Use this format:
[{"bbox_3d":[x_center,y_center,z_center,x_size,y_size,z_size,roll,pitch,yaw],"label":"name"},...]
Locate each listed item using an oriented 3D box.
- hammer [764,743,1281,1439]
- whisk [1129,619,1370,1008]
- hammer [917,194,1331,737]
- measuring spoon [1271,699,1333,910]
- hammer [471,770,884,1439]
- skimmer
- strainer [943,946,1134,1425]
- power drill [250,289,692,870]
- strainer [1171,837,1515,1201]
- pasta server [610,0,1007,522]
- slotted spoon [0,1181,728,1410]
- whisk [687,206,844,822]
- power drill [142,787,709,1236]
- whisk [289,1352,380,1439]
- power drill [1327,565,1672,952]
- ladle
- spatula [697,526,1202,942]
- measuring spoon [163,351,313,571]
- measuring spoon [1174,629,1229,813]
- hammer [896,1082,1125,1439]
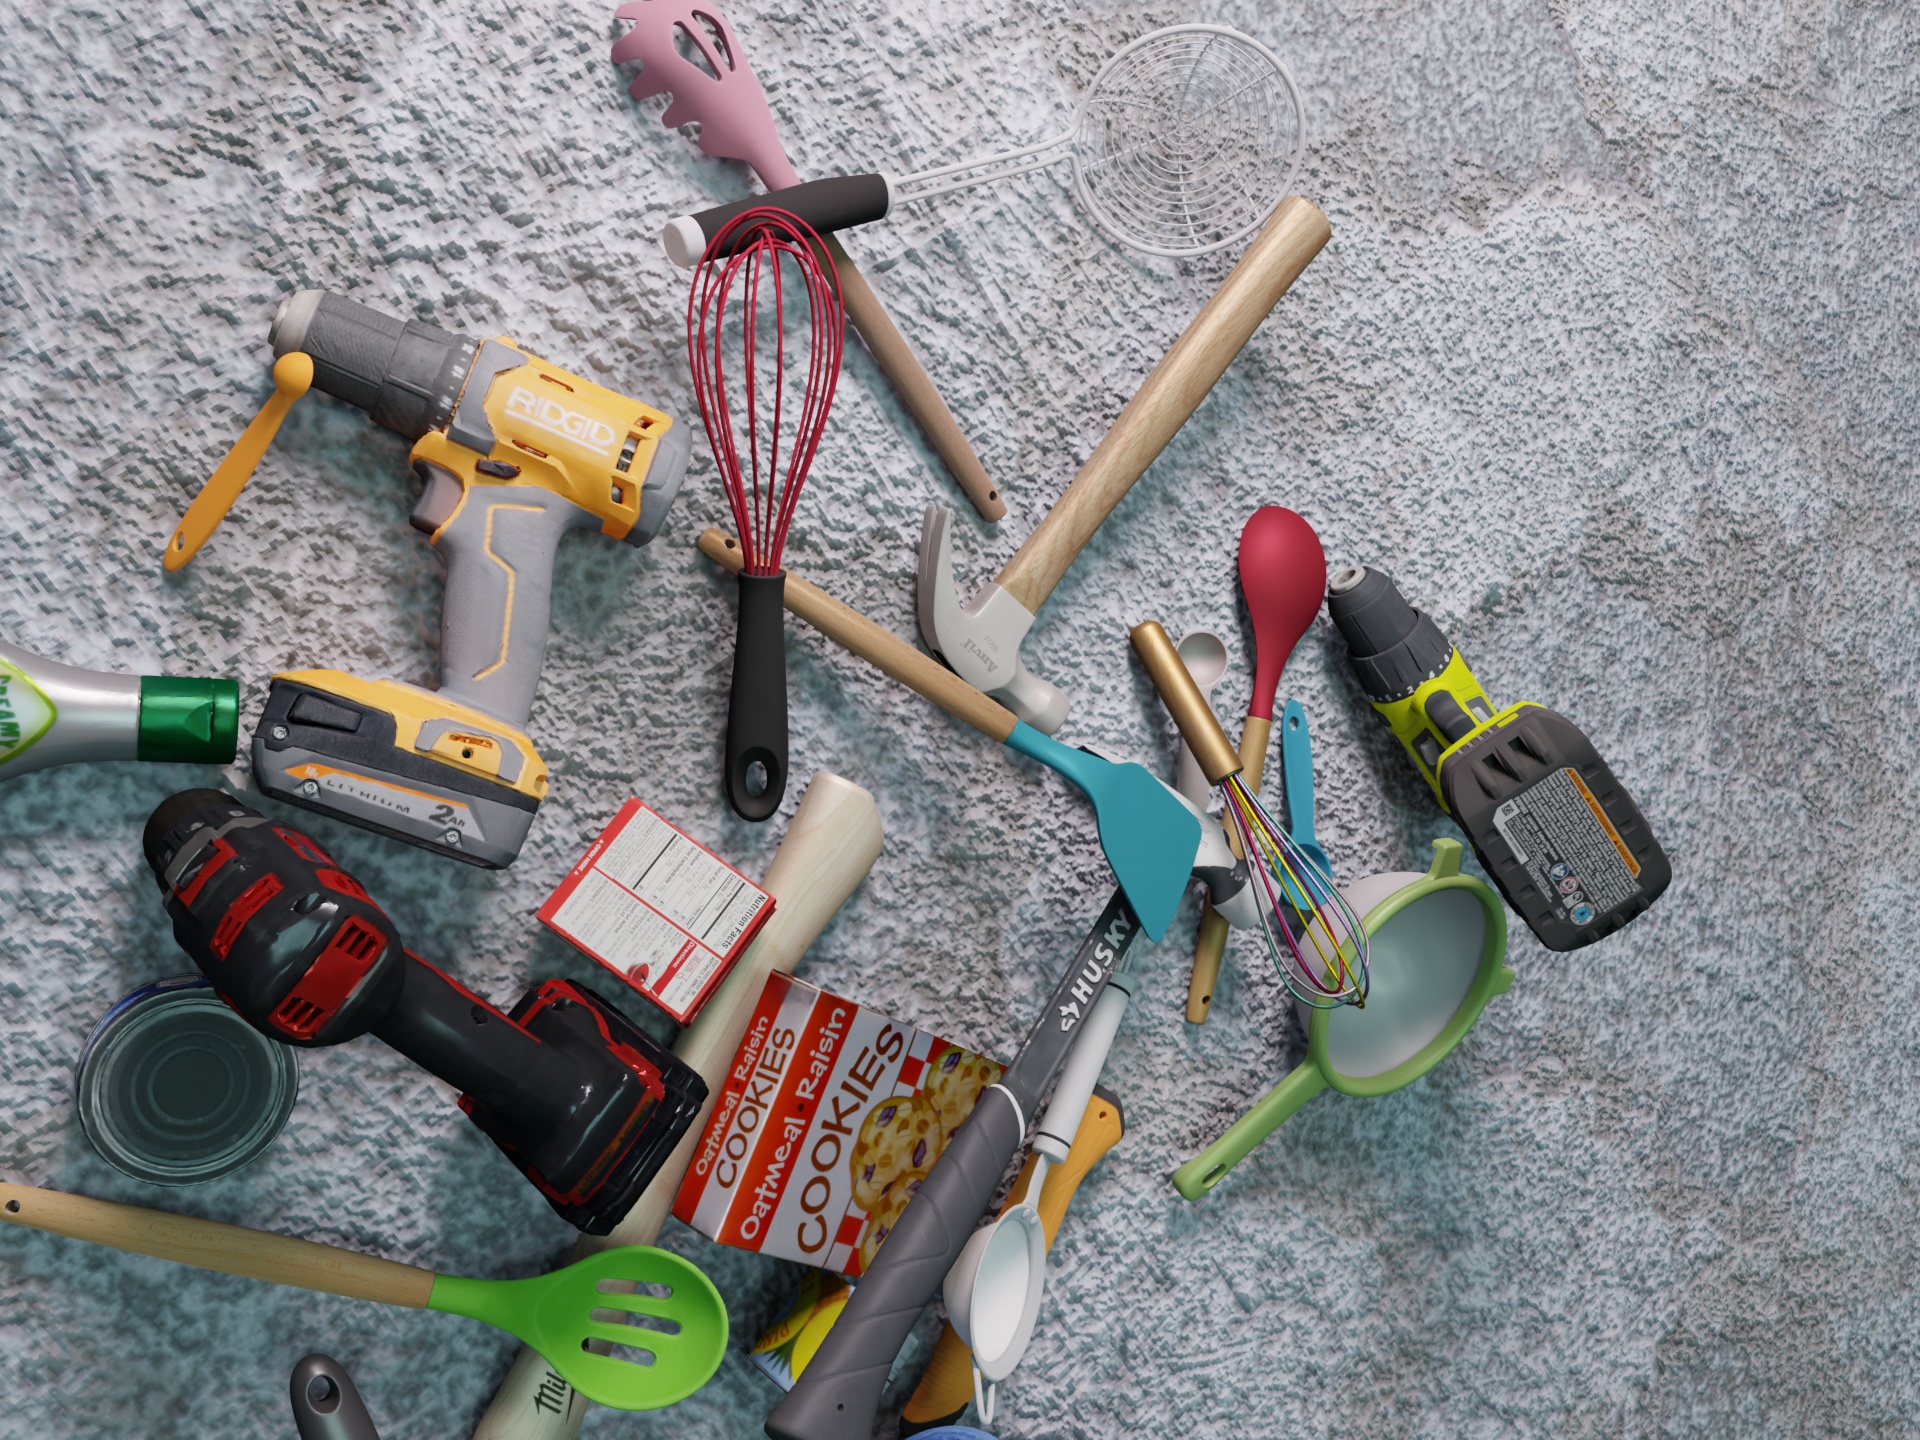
[{"bbox_3d":[0.029,0.176,0.790,0.149,0.036,0.409,44,53,-8],"label":"hammer"},{"bbox_3d":[0.158,0.052,0.887,0.047,0.051,0.245,-1,60,-60],"label":"whisk"},{"bbox_3d":[0.095,-0.156,0.869,0.130,0.031,0.331,41,81,-25],"label":"hammer"},{"bbox_3d":[0.202,0.052,0.970,0.042,0.021,0.129,4,79,-27],"label":"measuring spoon"},{"bbox_3d":[-0.154,0.207,0.765,0.146,0.038,0.411,32,75,-23],"label":"hammer"},{"bbox_3d":[0.025,-0.272,0.811,0.363,0.090,0.127,-26,136,-33],"label":"skimmer"},{"bbox_3d":[0.043,0.232,0.834,0.258,0.050,0.086,-64,145,-26],"label":"strainer"},{"bbox_3d":[-0.238,-0.067,0.698,0.185,0.084,0.226,23,75,-21],"label":"power drill"},{"bbox_3d":[0.211,0.180,0.950,0.256,0.069,0.151,-40,129,-7],"label":"strainer"},{"bbox_3d":[-0.067,-0.232,0.820,0.060,0.040,0.316,-44,113,-21],"label":"pasta server"},{"bbox_3d":[-0.254,0.239,0.687,0.313,0.031,0.070,18,77,-15],"label":"slotted spoon"},{"bbox_3d":[-0.095,-0.090,0.757,0.073,0.073,0.295,-6,111,-28],"label":"whisk"},{"bbox_3d":[-0.233,0.112,0.666,0.080,0.188,0.226,-55,131,-13],"label":"power drill"},{"bbox_3d":[-0.236,0.381,0.676,0.055,0.055,0.239,-22,93,-26],"label":"whisk"},{"bbox_3d":[0.293,0.013,0.908,0.080,0.229,0.190,-36,109,9],"label":"power drill"},{"bbox_3d":[0.171,0.024,0.945,0.069,0.031,0.315,15,84,-28],"label":"ladle"},{"bbox_3d":[-0.001,-0.003,0.822,0.317,0.044,0.082,33,56,-8],"label":"spatula"},{"bbox_3d":[-0.305,-0.107,0.663,0.117,0.021,0.011,-48,149,17],"label":"measuring spoon"},{"bbox_3d":[0.136,0.008,0.935,0.034,0.018,0.124,2,96,-13],"label":"measuring spoon"},{"bbox_3d":[-0.009,0.341,0.843,0.127,0.034,0.337,37,73,-24],"label":"hammer"}]
